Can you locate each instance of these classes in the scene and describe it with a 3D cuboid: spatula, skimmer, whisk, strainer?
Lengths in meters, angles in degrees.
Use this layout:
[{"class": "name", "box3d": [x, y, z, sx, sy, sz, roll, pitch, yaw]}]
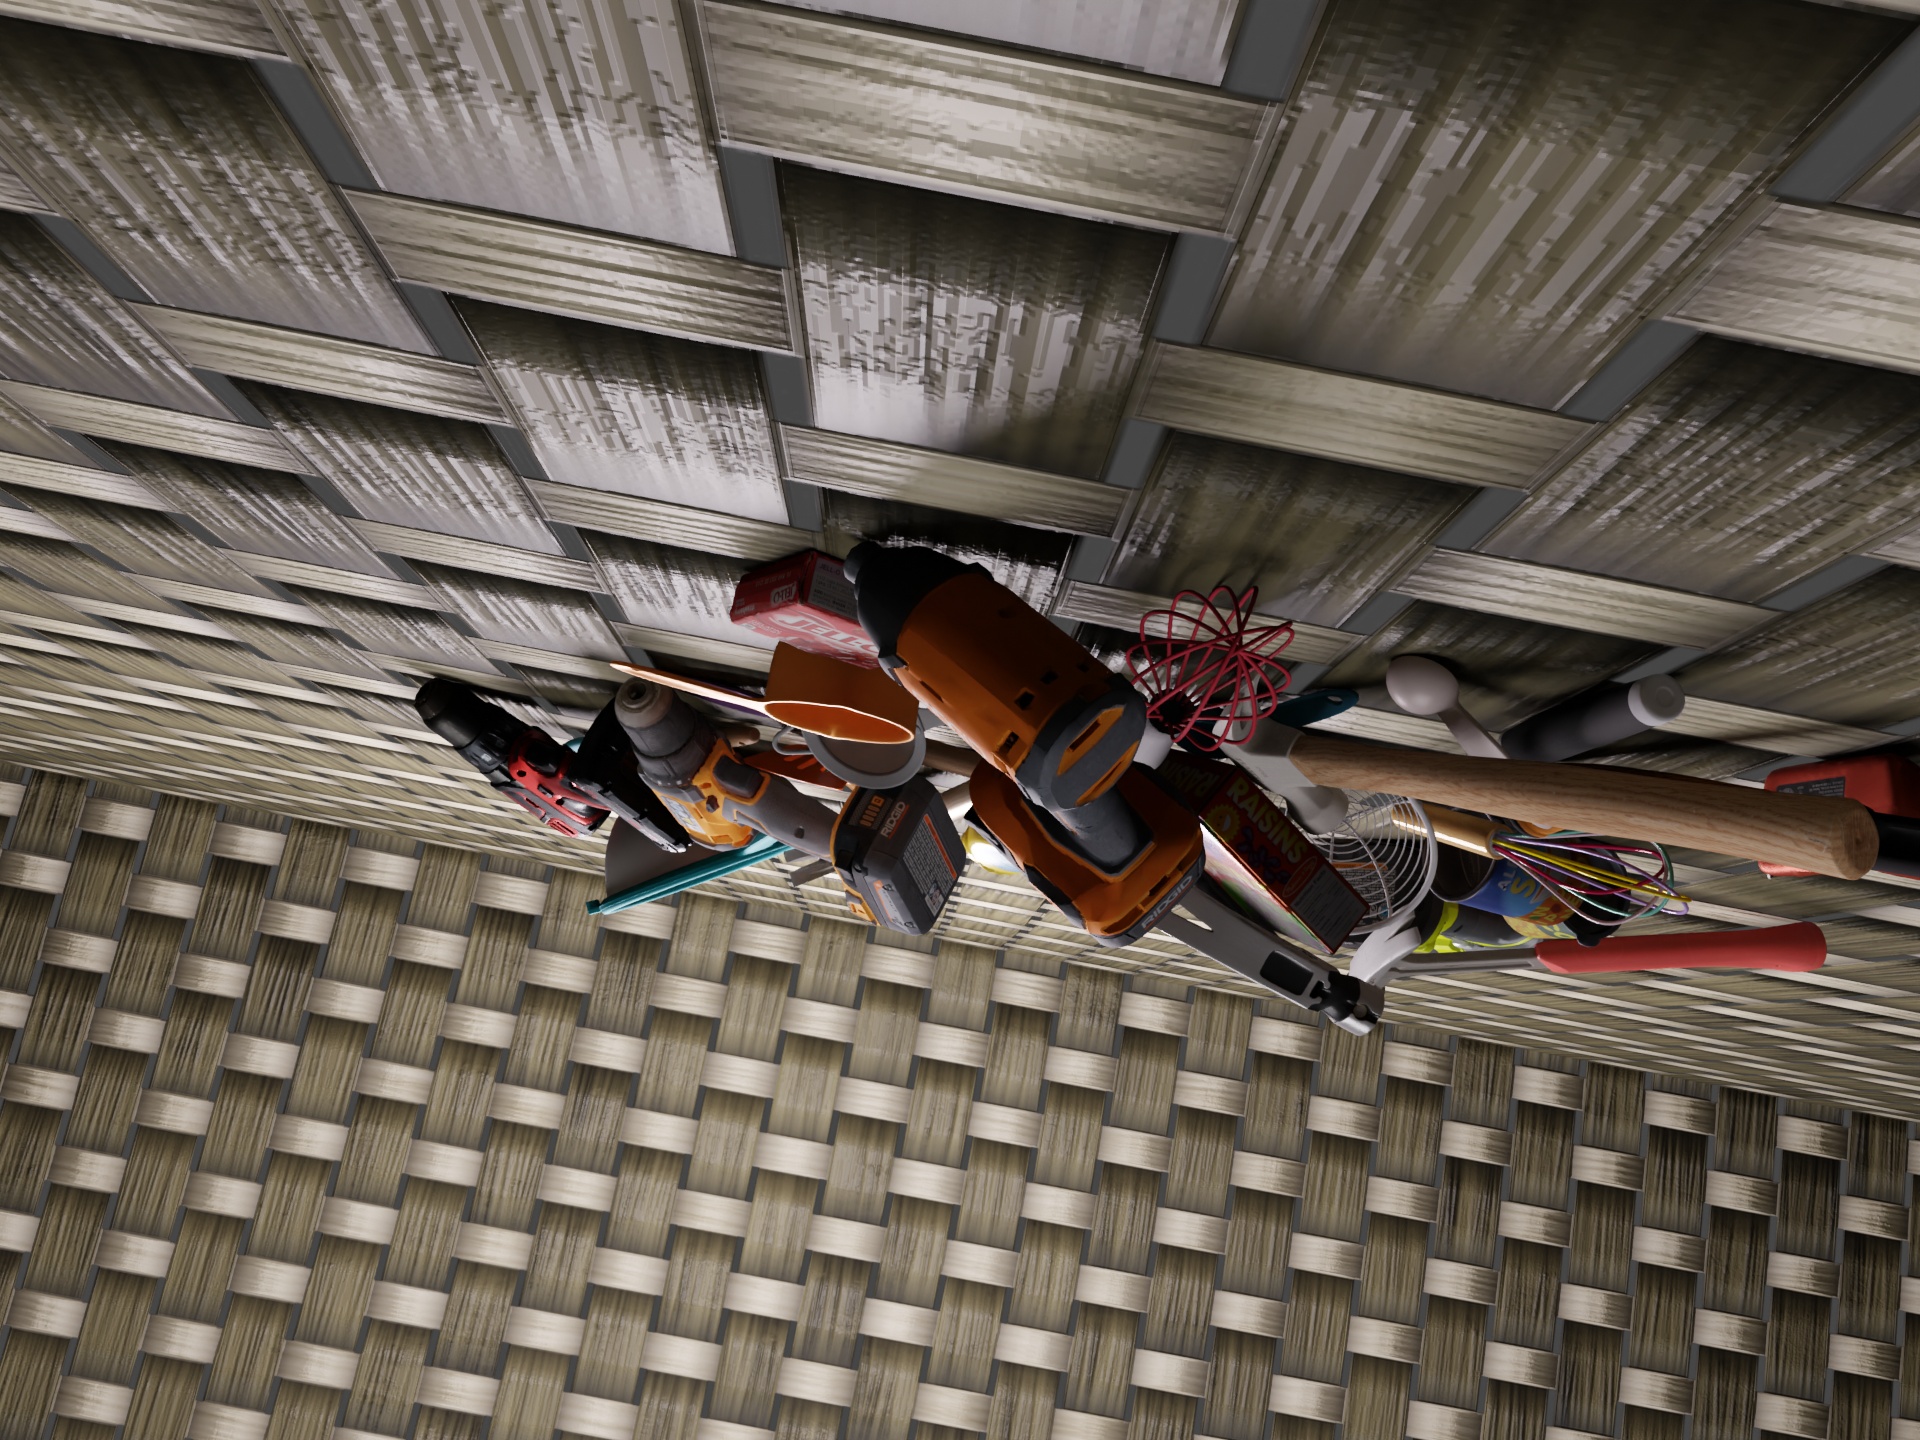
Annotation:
[{"class": "spatula", "box3d": [-0.071, 0.007, 1.049, 0.316, 0.018, 0.059, 15, 169, 18]}, {"class": "skimmer", "box3d": [0.254, 0.050, 0.858, 0.127, 0.090, 0.363, 40, 164, -1]}, {"class": "spatula", "box3d": [-0.090, 0.058, 1.313, 0.081, 0.041, 0.322, 15, 171, 14]}, {"class": "whisk", "box3d": [0.105, -0.008, 0.778, 0.073, 0.073, 0.295, 10, 170, 1]}, {"class": "strainer", "box3d": [-0.002, -0.003, 0.959, 0.258, 0.050, 0.086, -4, 118, 34]}, {"class": "spatula", "box3d": [-0.259, 0.031, 1.329, 0.082, 0.044, 0.317, 28, 159, -34]}, {"class": "strainer", "box3d": [-0.198, 0.075, 1.332, 0.211, 0.095, 0.340, -18, 174, -29]}, {"class": "whisk", "box3d": [0.328, 0.074, 0.933, 0.047, 0.051, 0.245, -18, -167, -17]}]

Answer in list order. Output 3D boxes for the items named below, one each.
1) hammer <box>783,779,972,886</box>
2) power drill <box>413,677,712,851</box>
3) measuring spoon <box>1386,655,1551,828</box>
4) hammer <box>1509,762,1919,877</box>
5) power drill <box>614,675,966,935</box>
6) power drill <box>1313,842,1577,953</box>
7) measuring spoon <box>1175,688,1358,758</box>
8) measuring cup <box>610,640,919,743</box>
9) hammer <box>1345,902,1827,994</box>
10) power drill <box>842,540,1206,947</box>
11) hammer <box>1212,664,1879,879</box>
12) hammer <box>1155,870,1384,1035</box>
[{"class": "hammer", "box3d": [-0.019, 0.070, 1.208, 0.146, 0.038, 0.410, -16, 174, -22]}, {"class": "power drill", "box3d": [-0.312, 0.028, 1.249, 0.227, 0.080, 0.187, -1, 145, 46]}, {"class": "measuring spoon", "box3d": [0.245, 0.016, 0.761, 0.124, 0.018, 0.034, 44, 152, -19]}, {"class": "hammer", "box3d": [0.386, 0.041, 0.743, 0.034, 0.127, 0.337, 15, 177, -26]}, {"class": "power drill", "box3d": [-0.123, 0.050, 1.078, 0.226, 0.084, 0.185, 19, 155, 24]}, {"class": "power drill", "box3d": [0.372, 0.157, 1.292, 0.223, 0.080, 0.171, 16, 166, -39]}, {"class": "measuring spoon", "box3d": [0.167, -0.006, 0.868, 0.042, 0.021, 0.128, 34, 149, -26]}, {"class": "measuring cup", "box3d": [-0.105, -0.032, 0.891, 0.173, 0.052, 0.095, 14, 168, -5]}, {"class": "hammer", "box3d": [0.469, 0.169, 1.172, 0.359, 0.037, 0.149, -2, 151, -7]}, {"class": "power drill", "box3d": [0.029, 0.007, 0.750, 0.164, 0.084, 0.226, 41, 172, 31]}, {"class": "hammer", "box3d": [0.242, 0.029, 0.728, 0.130, 0.031, 0.331, 40, 163, -30]}, {"class": "hammer", "box3d": [0.177, 0.120, 1.115, 0.146, 0.035, 0.335, 28, -173, -9]}]
